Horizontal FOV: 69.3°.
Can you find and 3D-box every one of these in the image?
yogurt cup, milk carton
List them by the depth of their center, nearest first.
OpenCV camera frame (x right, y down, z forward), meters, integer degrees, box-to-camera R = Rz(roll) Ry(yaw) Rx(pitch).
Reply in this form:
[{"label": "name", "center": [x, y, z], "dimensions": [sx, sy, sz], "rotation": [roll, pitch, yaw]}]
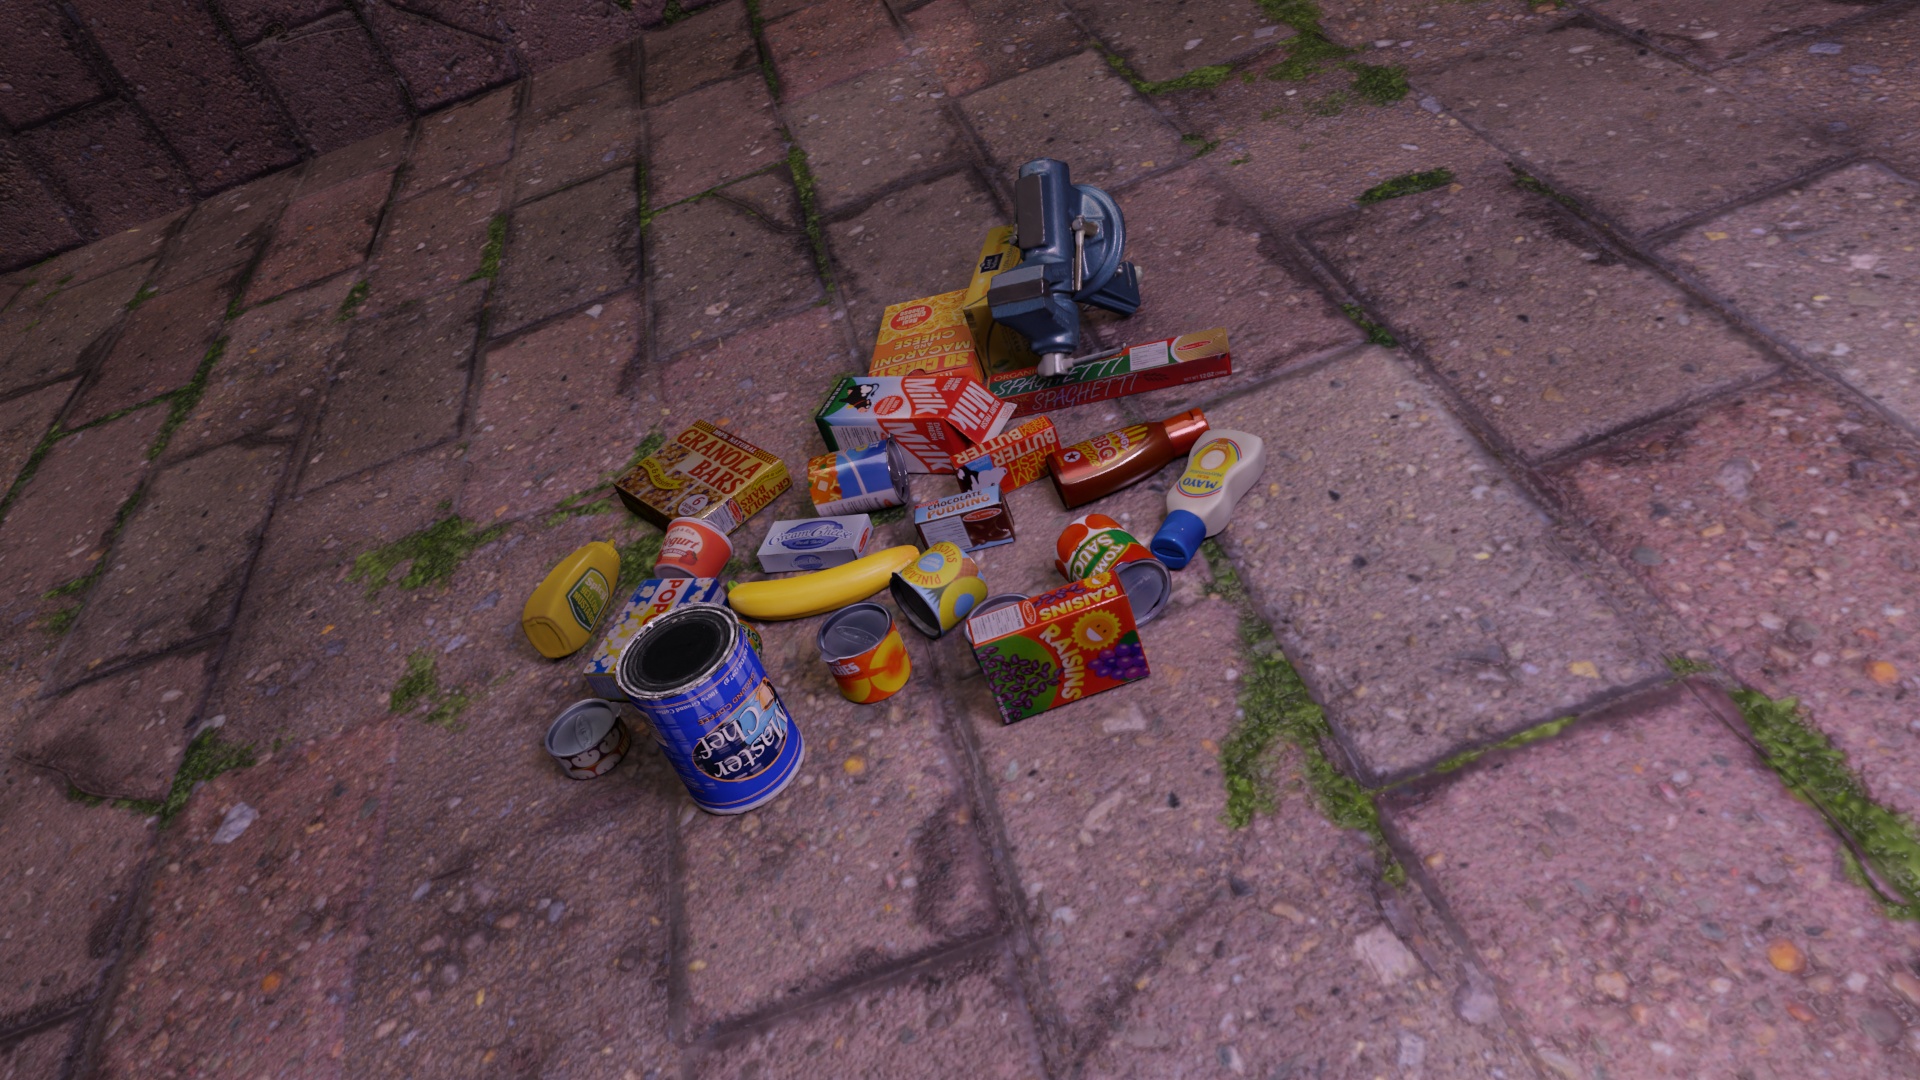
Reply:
[{"label": "yogurt cup", "center": [-0.261, 0.019, 1.341], "dimensions": [0.072, 0.072, 0.054], "rotation": [0, 50, 26]}, {"label": "milk carton", "center": [-0.041, -0.116, 1.394], "dimensions": [0.190, 0.073, 0.073], "rotation": [3, 43, 28]}]

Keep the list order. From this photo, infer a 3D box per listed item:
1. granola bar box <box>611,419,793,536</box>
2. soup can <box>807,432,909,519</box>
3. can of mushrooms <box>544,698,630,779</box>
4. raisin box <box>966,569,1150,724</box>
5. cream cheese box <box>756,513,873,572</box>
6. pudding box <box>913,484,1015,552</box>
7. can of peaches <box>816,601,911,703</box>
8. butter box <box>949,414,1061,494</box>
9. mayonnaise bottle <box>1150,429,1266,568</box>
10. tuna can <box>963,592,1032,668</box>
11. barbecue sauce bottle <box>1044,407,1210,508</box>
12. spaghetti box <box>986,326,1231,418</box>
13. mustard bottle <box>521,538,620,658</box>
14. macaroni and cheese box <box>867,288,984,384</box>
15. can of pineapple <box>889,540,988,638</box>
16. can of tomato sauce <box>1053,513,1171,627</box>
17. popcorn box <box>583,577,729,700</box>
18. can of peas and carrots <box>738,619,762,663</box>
[{"label": "granola bar box", "center": [-0.272, -0.059, 1.462], "dimensions": [0.125, 0.039, 0.166], "rotation": [-40, 41, -22]}, {"label": "soup can", "center": [-0.100, -0.062, 1.357], "dimensions": [0.084, 0.071, 0.072], "rotation": [-13, 38, 12]}, {"label": "can of mushrooms", "center": [-0.320, 0.171, 1.203], "dimensions": [0.071, 0.033, 0.071], "rotation": [-14, 37, 11]}, {"label": "raisin box", "center": [0.077, 0.083, 1.079], "dimensions": [0.123, 0.085, 0.040], "rotation": [-19, 32, 3]}, {"label": "cream cheese box", "center": [-0.139, 0.003, 1.333], "dimensions": [0.104, 0.024, 0.054], "rotation": [-5, 39, 20]}, {"label": "pudding box", "center": [0.005, -0.016, 1.266], "dimensions": [0.083, 0.049, 0.030], "rotation": [-13, 39, 12]}, {"label": "can of peaches", "center": [-0.081, 0.096, 1.162], "dimensions": [0.071, 0.057, 0.071], "rotation": [-13, 38, 11]}, {"label": "butter box", "center": [0.045, -0.074, 1.317], "dimensions": [0.103, 0.053, 0.024], "rotation": [-25, 39, -4]}, {"label": "mayonnaise bottle", "center": [0.211, -0.037, 1.200], "dimensions": [0.065, 0.041, 0.149], "rotation": [10, 46, 32]}, {"label": "tuna can", "center": [0.040, 0.078, 1.146], "dimensions": [0.071, 0.032, 0.071], "rotation": [-13, 38, 11]}, {"label": "barbecue sauce bottle", "center": [0.156, -0.079, 1.278], "dimensions": [0.148, 0.043, 0.065], "rotation": [-21, 36, 0]}, {"label": "spaghetti box", "center": [0.147, -0.167, 1.403], "dimensions": [0.250, 0.028, 0.050], "rotation": [-10, 38, 14]}, {"label": "mustard bottle", "center": [-0.371, 0.044, 1.362], "dimensions": [0.049, 0.065, 0.161], "rotation": [-10, 34, 22]}, {"label": "macaroni and cheese box", "center": [-0.033, -0.214, 1.538], "dimensions": [0.123, 0.040, 0.167], "rotation": [-10, 38, 15]}, {"label": "can of pineapple", "center": [-0.019, 0.040, 1.191], "dimensions": [0.058, 0.070, 0.071], "rotation": [-39, 40, -22]}, {"label": "can of tomato sauce", "center": [0.123, 0.024, 1.144], "dimensions": [0.071, 0.071, 0.083], "rotation": [-29, 37, -10]}, {"label": "popcorn box", "center": [-0.278, 0.089, 1.280], "dimensions": [0.085, 0.038, 0.127], "rotation": [-1, 41, 24]}, {"label": "can of peas and carrots", "center": [-0.202, 0.108, 1.198], "dimensions": [0.071, 0.070, 0.059], "rotation": [-17, 36, 6]}]
